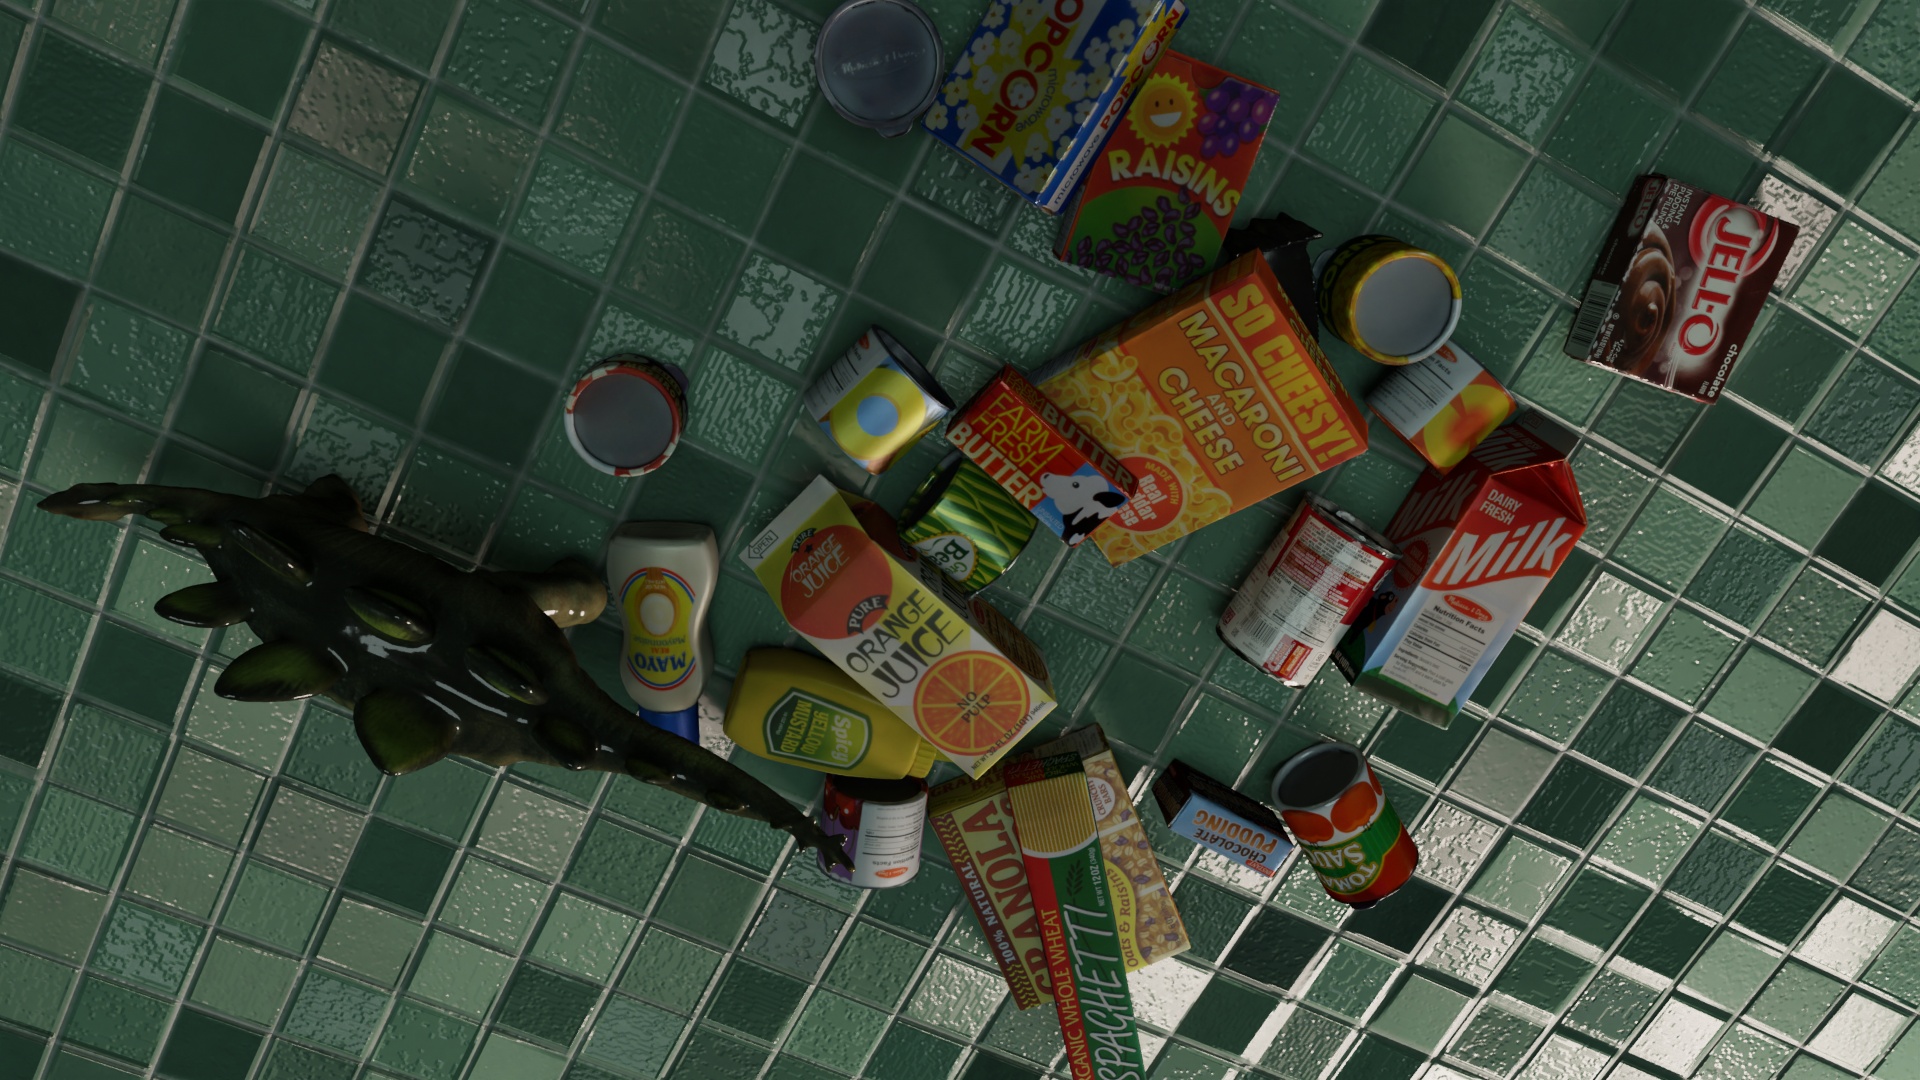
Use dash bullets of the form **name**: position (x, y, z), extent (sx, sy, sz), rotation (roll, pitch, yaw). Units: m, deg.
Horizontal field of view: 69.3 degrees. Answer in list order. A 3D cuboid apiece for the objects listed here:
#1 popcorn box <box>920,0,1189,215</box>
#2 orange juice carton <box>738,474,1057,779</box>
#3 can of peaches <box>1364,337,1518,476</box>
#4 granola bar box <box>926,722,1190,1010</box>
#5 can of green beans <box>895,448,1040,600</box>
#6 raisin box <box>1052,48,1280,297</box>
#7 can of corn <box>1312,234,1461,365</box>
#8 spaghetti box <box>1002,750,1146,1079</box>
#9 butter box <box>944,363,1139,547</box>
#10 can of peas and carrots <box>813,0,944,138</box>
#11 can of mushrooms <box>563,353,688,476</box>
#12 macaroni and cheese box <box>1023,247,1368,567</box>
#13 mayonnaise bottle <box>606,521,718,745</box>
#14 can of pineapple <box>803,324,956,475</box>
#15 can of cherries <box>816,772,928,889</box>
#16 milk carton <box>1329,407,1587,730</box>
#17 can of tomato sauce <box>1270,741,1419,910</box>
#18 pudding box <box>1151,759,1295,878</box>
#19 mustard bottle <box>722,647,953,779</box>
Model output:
- **popcorn box**: position (0.048, -0.247, 0.727), extent (0.085, 0.038, 0.126), rotation (39, 106, 21)
- **orange juice carton**: position (-0.037, 0.046, 0.827), extent (0.192, 0.073, 0.071), rotation (42, 102, -16)
- **can of peaches**: position (0.281, -0.079, 0.811), extent (0.071, 0.071, 0.058), rotation (41, 102, -16)
- **granola bar box**: position (0.065, 0.217, 0.913), extent (0.124, 0.039, 0.165), rotation (-22, 109, 4)
- **can of green beans**: position (0.004, -0.012, 0.813), extent (0.058, 0.071, 0.071), rotation (38, 103, -15)
- **raisin box**: position (0.112, -0.203, 0.768), extent (0.086, 0.040, 0.123), rotation (17, 107, -9)
- **can of corn**: position (0.240, -0.139, 0.790), extent (0.071, 0.058, 0.071), rotation (-1, 110, -4)
- **spaghetti box**: position (0.076, 0.253, 0.889), extent (0.050, 0.029, 0.249), rotation (-12, 109, 1)
- **butter box**: position (0.046, -0.047, 0.784), extent (0.103, 0.024, 0.053), rotation (41, 125, -10)
- **can of peas and carrots**: position (-0.042, -0.250, 0.730), extent (0.071, 0.059, 0.070), rotation (-1, 110, -4)
- **can of mushrooms**: position (-0.189, -0.073, 0.795), extent (0.071, 0.033, 0.070), rotation (-1, 109, -3)
- **macaroni and cheese box**: position (0.125, -0.071, 0.786), extent (0.166, 0.040, 0.123), rotation (-27, 111, 29)
- **mayonnaise bottle**: position (-0.178, 0.063, 0.839), extent (0.065, 0.041, 0.147), rotation (1, 109, -1)
- **can of pineapple**: position (-0.045, -0.078, 0.787), extent (0.058, 0.071, 0.071), rotation (-42, 107, 11)
- **can of cherries**: position (-0.057, 0.177, 0.876), extent (0.071, 0.071, 0.058), rotation (5, 105, -6)
- **milk carton**: position (0.305, 0.010, 0.841), extent (0.073, 0.072, 0.190), rotation (25, 107, -12)
- **can of tomato sauce**: position (0.247, 0.184, 0.899), extent (0.071, 0.071, 0.083), rotation (-30, 108, 7)
- **pudding box**: position (0.170, 0.181, 0.903), extent (0.083, 0.050, 0.030), rotation (29, 104, -13)
- **mustard bottle**: position (-0.064, 0.115, 0.862), extent (0.160, 0.049, 0.065), rotation (17, 109, -10)
